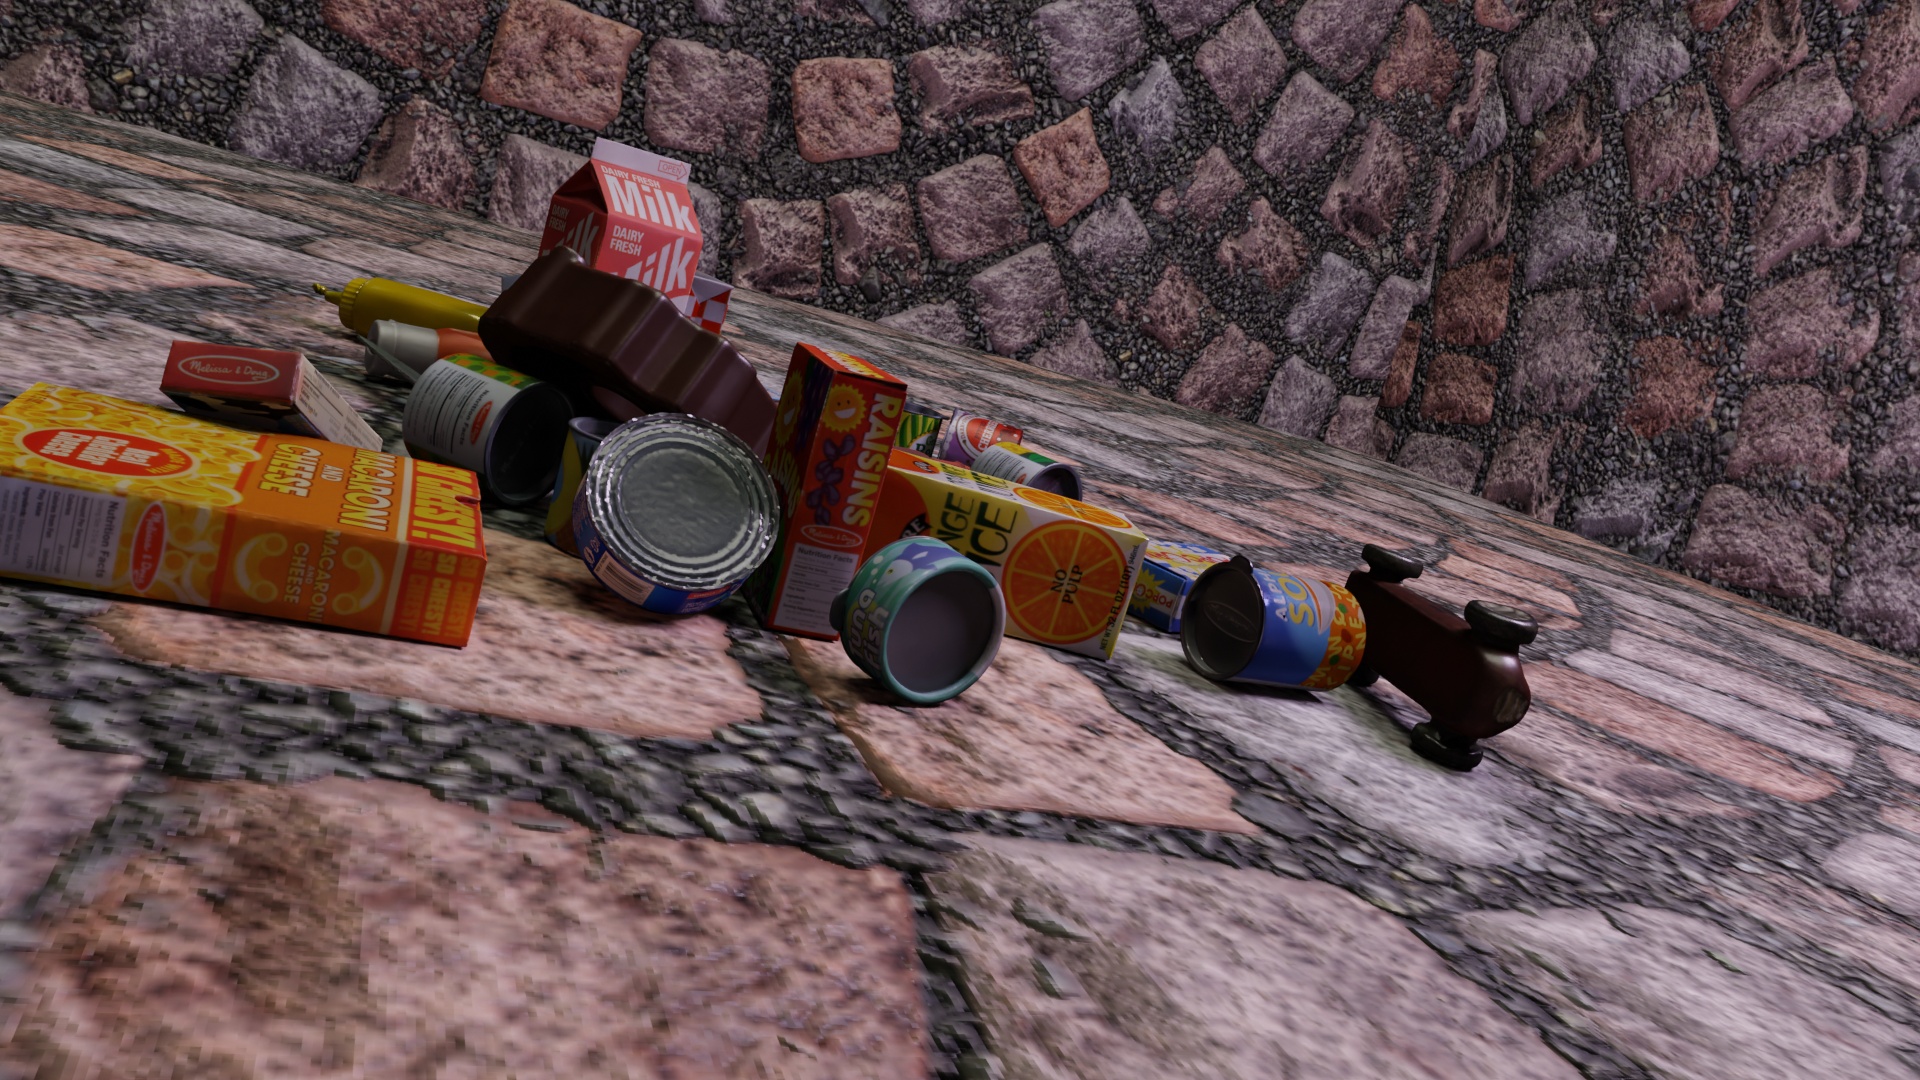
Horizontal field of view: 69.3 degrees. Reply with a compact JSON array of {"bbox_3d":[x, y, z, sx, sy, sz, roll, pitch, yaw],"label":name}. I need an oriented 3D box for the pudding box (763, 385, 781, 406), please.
[{"bbox_3d":[-0.155,-0.090,1.036,0.030,0.049,0.084,6,14,-37],"label":"pudding box"}]

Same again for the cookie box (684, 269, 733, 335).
[{"bbox_3d":[-0.223,-0.141,0.994,0.040,0.122,0.168,11,12,-33],"label":"cookie box"}]

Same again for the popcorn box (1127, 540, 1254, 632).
[{"bbox_3d":[0.149,0.030,0.923,0.127,0.038,0.085,5,15,-45],"label":"popcorn box"}]

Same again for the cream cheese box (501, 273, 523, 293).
[{"bbox_3d":[-0.309,-0.154,1.033,0.024,0.053,0.103,-6,-11,4],"label":"cream cheese box"}]

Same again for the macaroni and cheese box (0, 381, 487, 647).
[{"bbox_3d":[-0.267,-0.012,0.517,0.166,0.040,0.124,12,13,-24],"label":"macaroni and cheese box"}]

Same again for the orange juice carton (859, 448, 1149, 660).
[{"bbox_3d":[-0.003,0.000,0.760,0.193,0.071,0.073,15,10,-9],"label":"orange juice carton"}]

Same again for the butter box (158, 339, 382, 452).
[{"bbox_3d":[-0.291,-0.052,0.595,0.053,0.024,0.103,6,-16,-3],"label":"butter box"}]

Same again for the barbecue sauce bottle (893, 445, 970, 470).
[{"bbox_3d":[-0.055,-0.047,0.987,0.149,0.043,0.065,8,14,-39],"label":"barbecue sauce bottle"}]

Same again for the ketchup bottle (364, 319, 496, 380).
[{"bbox_3d":[-0.324,-0.119,0.947,0.149,0.043,0.065,8,9,-35],"label":"ketchup bottle"}]

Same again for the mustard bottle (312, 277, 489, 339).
[{"bbox_3d":[-0.405,-0.163,1.033,0.160,0.048,0.065,16,11,3],"label":"mustard bottle"}]

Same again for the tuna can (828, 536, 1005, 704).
[{"bbox_3d":[-0.017,0.034,0.589,0.071,0.071,0.033,8,14,-38],"label":"tuna can"}]

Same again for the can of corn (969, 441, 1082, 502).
[{"bbox_3d":[0.046,-0.031,1.003,0.071,0.071,0.058,5,15,-45],"label":"can of corn"}]

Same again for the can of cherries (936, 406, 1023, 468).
[{"bbox_3d":[0.015,-0.068,1.122,0.058,0.071,0.071,18,11,4],"label":"can of cherries"}]

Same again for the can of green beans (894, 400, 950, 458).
[{"bbox_3d":[-0.052,-0.083,1.127,0.071,0.057,0.071,16,11,-3],"label":"can of green beans"}]

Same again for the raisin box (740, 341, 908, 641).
[{"bbox_3d":[-0.068,-0.026,0.659,0.040,0.123,0.086,12,11,-21],"label":"raisin box"}]

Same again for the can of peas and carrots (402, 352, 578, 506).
[{"bbox_3d":[-0.240,-0.057,0.715,0.059,0.070,0.071,20,11,21],"label":"can of peas and carrots"}]

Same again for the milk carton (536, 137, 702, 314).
[{"bbox_3d":[-0.224,-0.154,0.884,0.072,0.190,0.073,5,16,-46],"label":"milk carton"}]

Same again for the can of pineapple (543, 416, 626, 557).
[{"bbox_3d":[-0.163,-0.023,0.675,0.071,0.057,0.071,16,11,-3],"label":"can of pineapple"}]

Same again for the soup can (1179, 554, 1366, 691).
[{"bbox_3d":[0.179,0.048,0.791,0.084,0.071,0.071,10,13,-32],"label":"soup can"}]
